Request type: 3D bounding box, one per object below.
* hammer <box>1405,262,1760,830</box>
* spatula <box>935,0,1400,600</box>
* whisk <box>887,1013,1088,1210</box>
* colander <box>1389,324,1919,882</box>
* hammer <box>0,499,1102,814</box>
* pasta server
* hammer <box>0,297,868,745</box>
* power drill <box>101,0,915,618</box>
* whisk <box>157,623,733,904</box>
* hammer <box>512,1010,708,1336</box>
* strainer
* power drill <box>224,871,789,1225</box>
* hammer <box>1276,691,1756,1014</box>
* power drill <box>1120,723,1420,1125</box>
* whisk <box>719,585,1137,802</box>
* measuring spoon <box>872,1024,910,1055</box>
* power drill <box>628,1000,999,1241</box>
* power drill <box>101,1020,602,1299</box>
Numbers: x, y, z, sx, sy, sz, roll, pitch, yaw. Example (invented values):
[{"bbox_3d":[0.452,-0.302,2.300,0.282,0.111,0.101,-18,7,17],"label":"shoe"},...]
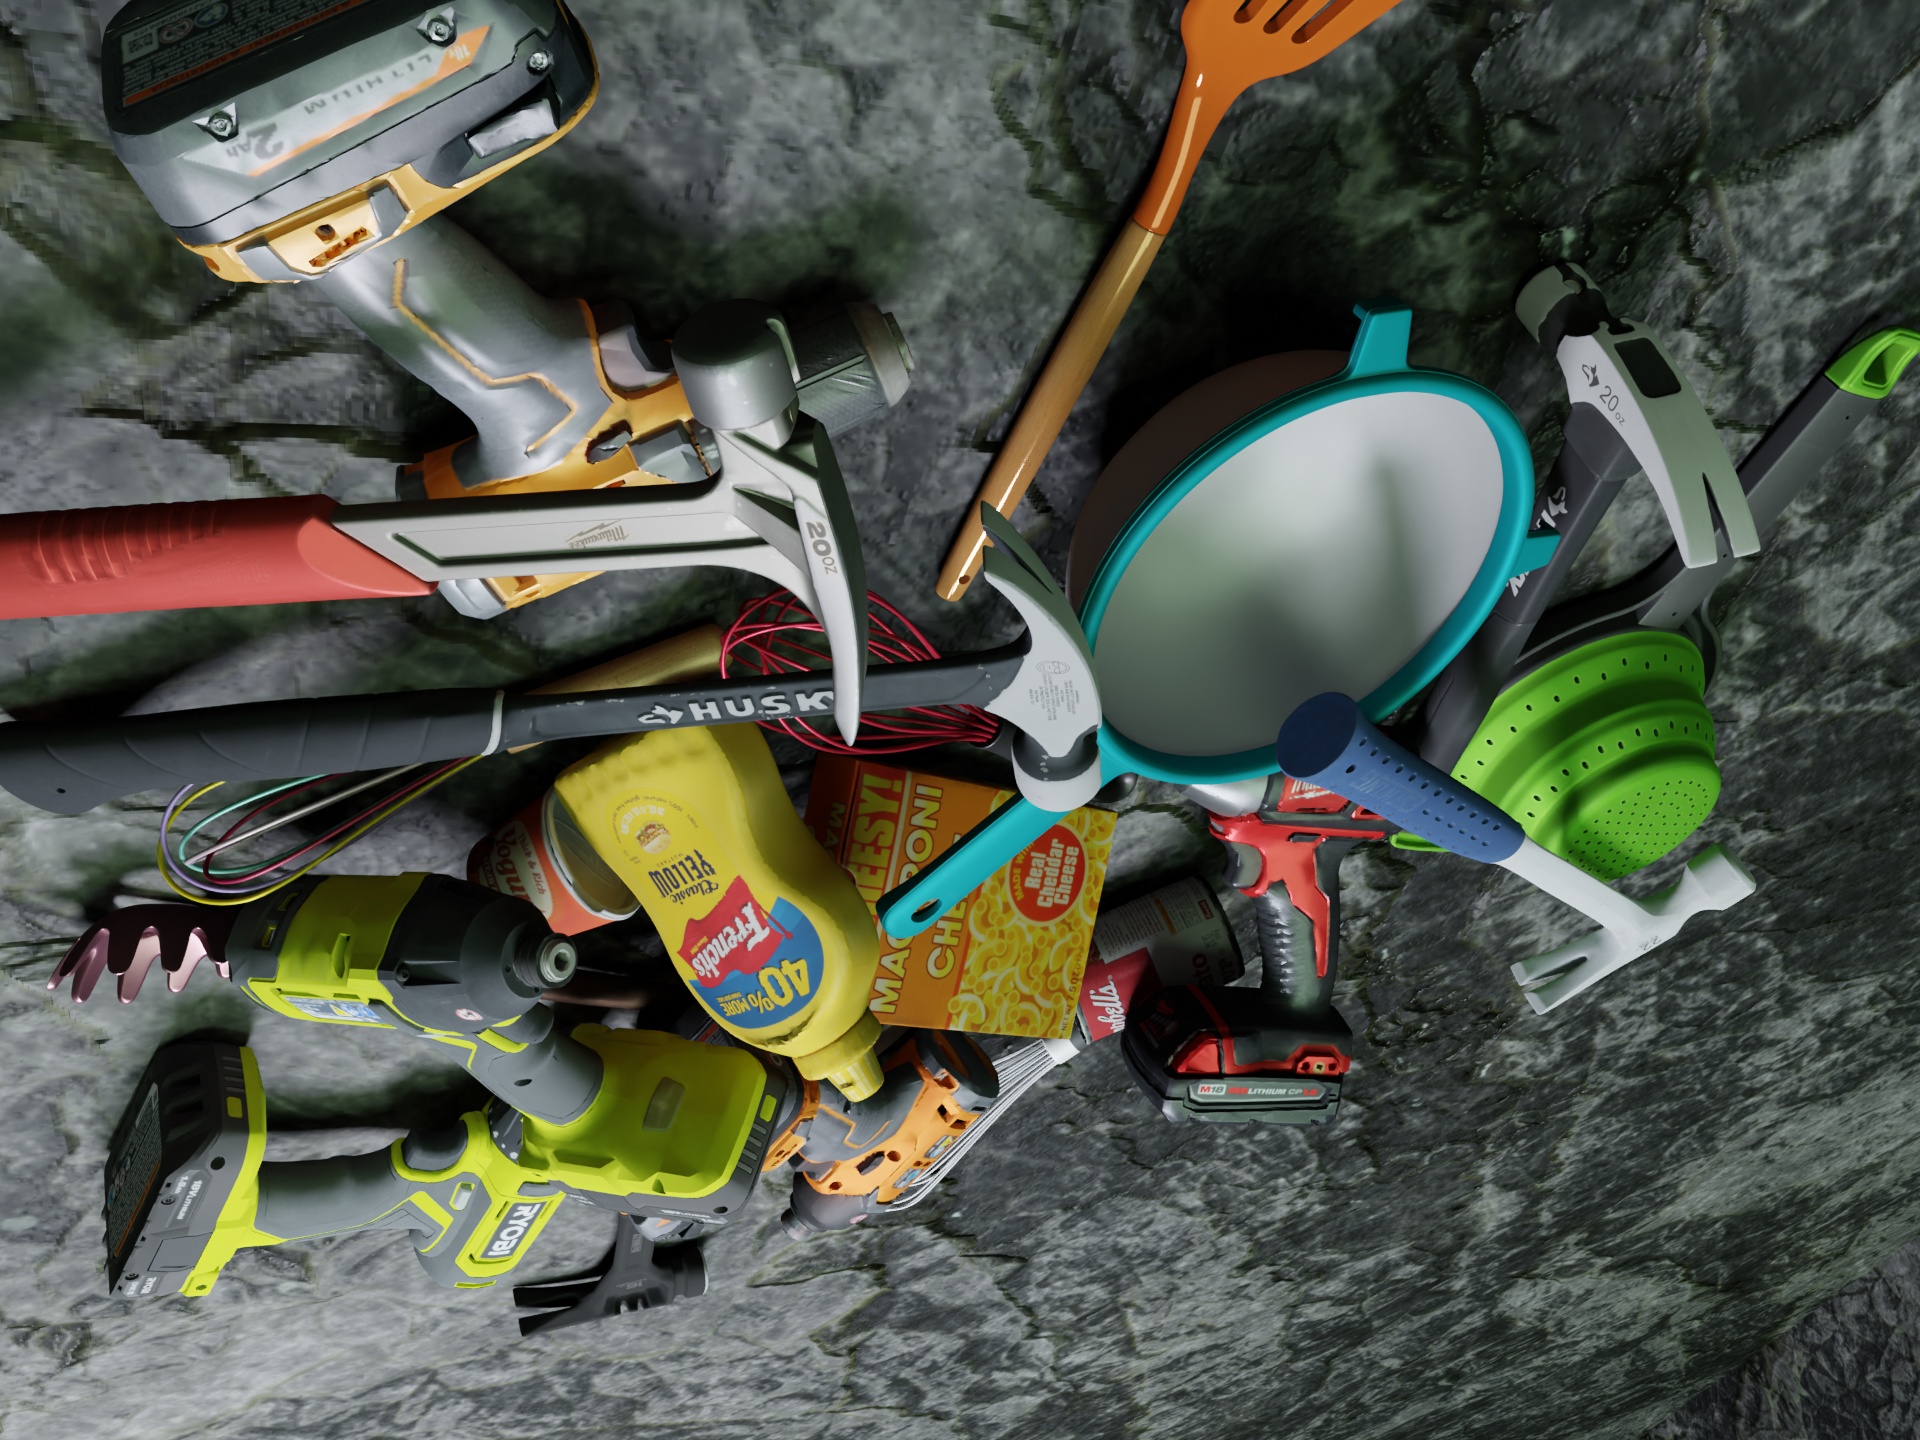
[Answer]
[{"bbox_3d":[0.267,-0.043,0.772,0.035,0.146,0.334,-14,147,-14],"label":"hammer"},{"bbox_3d":[0.062,-0.160,0.595,0.081,0.041,0.322,4,135,-31],"label":"spatula"},{"bbox_3d":[0.037,0.222,1.009,0.284,0.070,0.070,-35,140,6],"label":"whisk"},{"bbox_3d":[0.395,-0.027,0.869,0.204,0.095,0.396,3,134,-29],"label":"colander"},{"bbox_3d":[-0.154,-0.003,0.580,0.409,0.036,0.149,-5,145,4],"label":"hammer"},{"bbox_3d":[-0.256,0.125,0.759,0.316,0.040,0.060,17,149,-39],"label":"pasta server"},{"bbox_3d":[-0.210,-0.045,0.488,0.359,0.037,0.149,-3,137,8],"label":"hammer"},{"bbox_3d":[-0.122,-0.138,0.499,0.185,0.084,0.226,-23,146,0],"label":"power drill"},{"bbox_3d":[-0.210,0.016,0.659,0.245,0.047,0.051,-22,139,-7],"label":"whisk"},{"bbox_3d":[-0.201,0.278,0.968,0.127,0.034,0.336,-6,138,-23],"label":"hammer"},{"bbox_3d":[0.080,-0.038,0.691,0.340,0.095,0.210,-40,138,15],"label":"strainer"},{"bbox_3d":[-0.180,0.140,0.688,0.171,0.080,0.223,-3,144,33],"label":"power drill"},{"bbox_3d":[0.278,0.070,0.816,0.144,0.035,0.405,-41,139,23],"label":"hammer"},{"bbox_3d":[0.158,0.103,0.859,0.143,0.079,0.219,5,106,-14],"label":"power drill"},{"bbox_3d":[-0.001,-0.002,0.733,0.073,0.073,0.295,-42,144,21],"label":"whisk"},{"bbox_3d":[-0.037,0.173,0.951,0.034,0.018,0.124,6,140,-38],"label":"measuring spoon"},{"bbox_3d":[-0.094,0.235,0.890,0.164,0.084,0.226,-48,145,13],"label":"power drill"},{"bbox_3d":[-0.300,0.223,0.824,0.228,0.080,0.190,12,125,-39],"label":"power drill"}]
